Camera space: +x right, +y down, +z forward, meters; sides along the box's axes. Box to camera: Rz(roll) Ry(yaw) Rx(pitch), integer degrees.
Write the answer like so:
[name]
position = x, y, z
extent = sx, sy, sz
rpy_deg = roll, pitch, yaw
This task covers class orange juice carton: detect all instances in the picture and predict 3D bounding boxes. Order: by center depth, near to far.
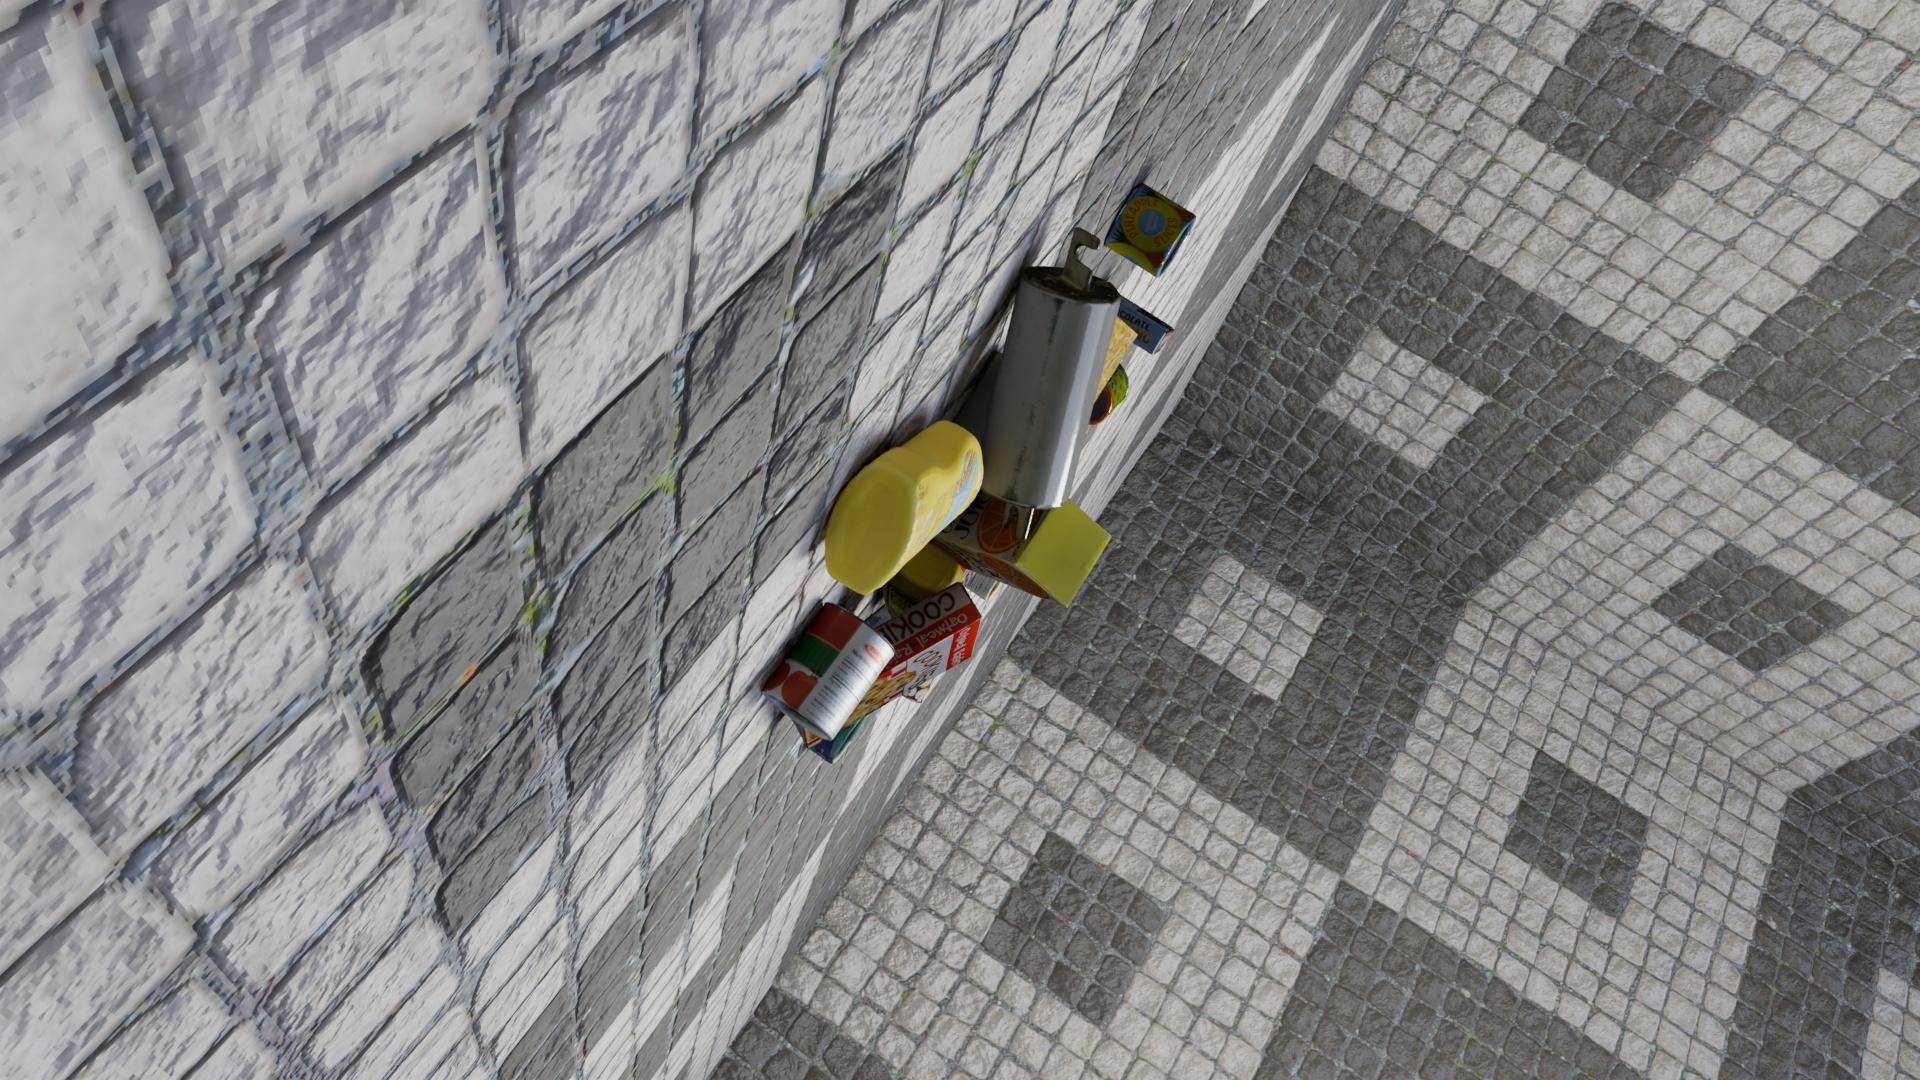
[orange juice carton]
position = 0.030, -0.011, 1.178
extent = 0.193, 0.073, 0.072
rpy_deg = 20, -106, 54

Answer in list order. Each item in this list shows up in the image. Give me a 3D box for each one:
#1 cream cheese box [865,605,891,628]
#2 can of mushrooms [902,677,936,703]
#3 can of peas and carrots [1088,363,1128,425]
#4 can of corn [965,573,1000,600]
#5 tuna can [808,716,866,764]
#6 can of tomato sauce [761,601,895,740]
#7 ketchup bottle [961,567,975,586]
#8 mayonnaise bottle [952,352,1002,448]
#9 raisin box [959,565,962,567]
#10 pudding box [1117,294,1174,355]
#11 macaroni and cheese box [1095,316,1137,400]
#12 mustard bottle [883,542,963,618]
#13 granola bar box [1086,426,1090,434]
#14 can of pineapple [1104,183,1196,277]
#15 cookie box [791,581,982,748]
[cream cheese box]
position = -0.087, 0.099, 1.303
extent = 0.053, 0.024, 0.104
rpy_deg = -58, 173, 21
[can of mushrooms]
position = -0.063, 0.144, 1.502
extent = 0.033, 0.071, 0.071
rpy_deg = -57, 173, 3
[can of peas and carrots]
position = 0.148, -0.170, 1.548
extent = 0.059, 0.071, 0.070
rpy_deg = -46, 167, -53
[can of corn]
position = 0.024, 0.026, 1.594
extent = 0.071, 0.058, 0.071
rpy_deg = -55, 173, -11
[tuna can]
position = -0.124, 0.190, 1.415
extent = 0.071, 0.033, 0.071
rpy_deg = -55, 173, -10
[can of tomato sauce]
position = -0.101, 0.099, 1.050
extent = 0.083, 0.071, 0.071
rpy_deg = -54, 172, -17
[ketchup bottle]
position = 0.006, 0.013, 1.477
extent = 0.149, 0.043, 0.064
rpy_deg = -51, 171, -42
[mayonnaise bottle]
position = 0.009, -0.078, 1.113
extent = 0.148, 0.041, 0.065
rpy_deg = -57, 167, 7
[raisin box]
position = 0.005, -0.017, 1.356
extent = 0.086, 0.040, 0.123
rpy_deg = -57, 172, 4
[pudding box]
position = 0.170, -0.221, 1.397
extent = 0.030, 0.084, 0.050
rpy_deg = -59, 173, 18
[macaroni and cheese box]
position = 0.076, -0.131, 1.196
extent = 0.166, 0.040, 0.123
rpy_deg = -58, 154, 6
[mustard bottle]
position = -0.038, 0.050, 1.256
extent = 0.049, 0.065, 0.159
rpy_deg = -57, 175, -22
[granola bar box]
position = 0.113, -0.103, 1.712
extent = 0.125, 0.039, 0.164
rpy_deg = -52, 171, -38
[can of pineapple]
position = 0.172, -0.280, 1.257
extent = 0.071, 0.058, 0.071
rpy_deg = -55, 172, -11
[cookie box]
position = -0.065, 0.105, 1.159
extent = 0.168, 0.040, 0.122
rpy_deg = -29, 165, -13
